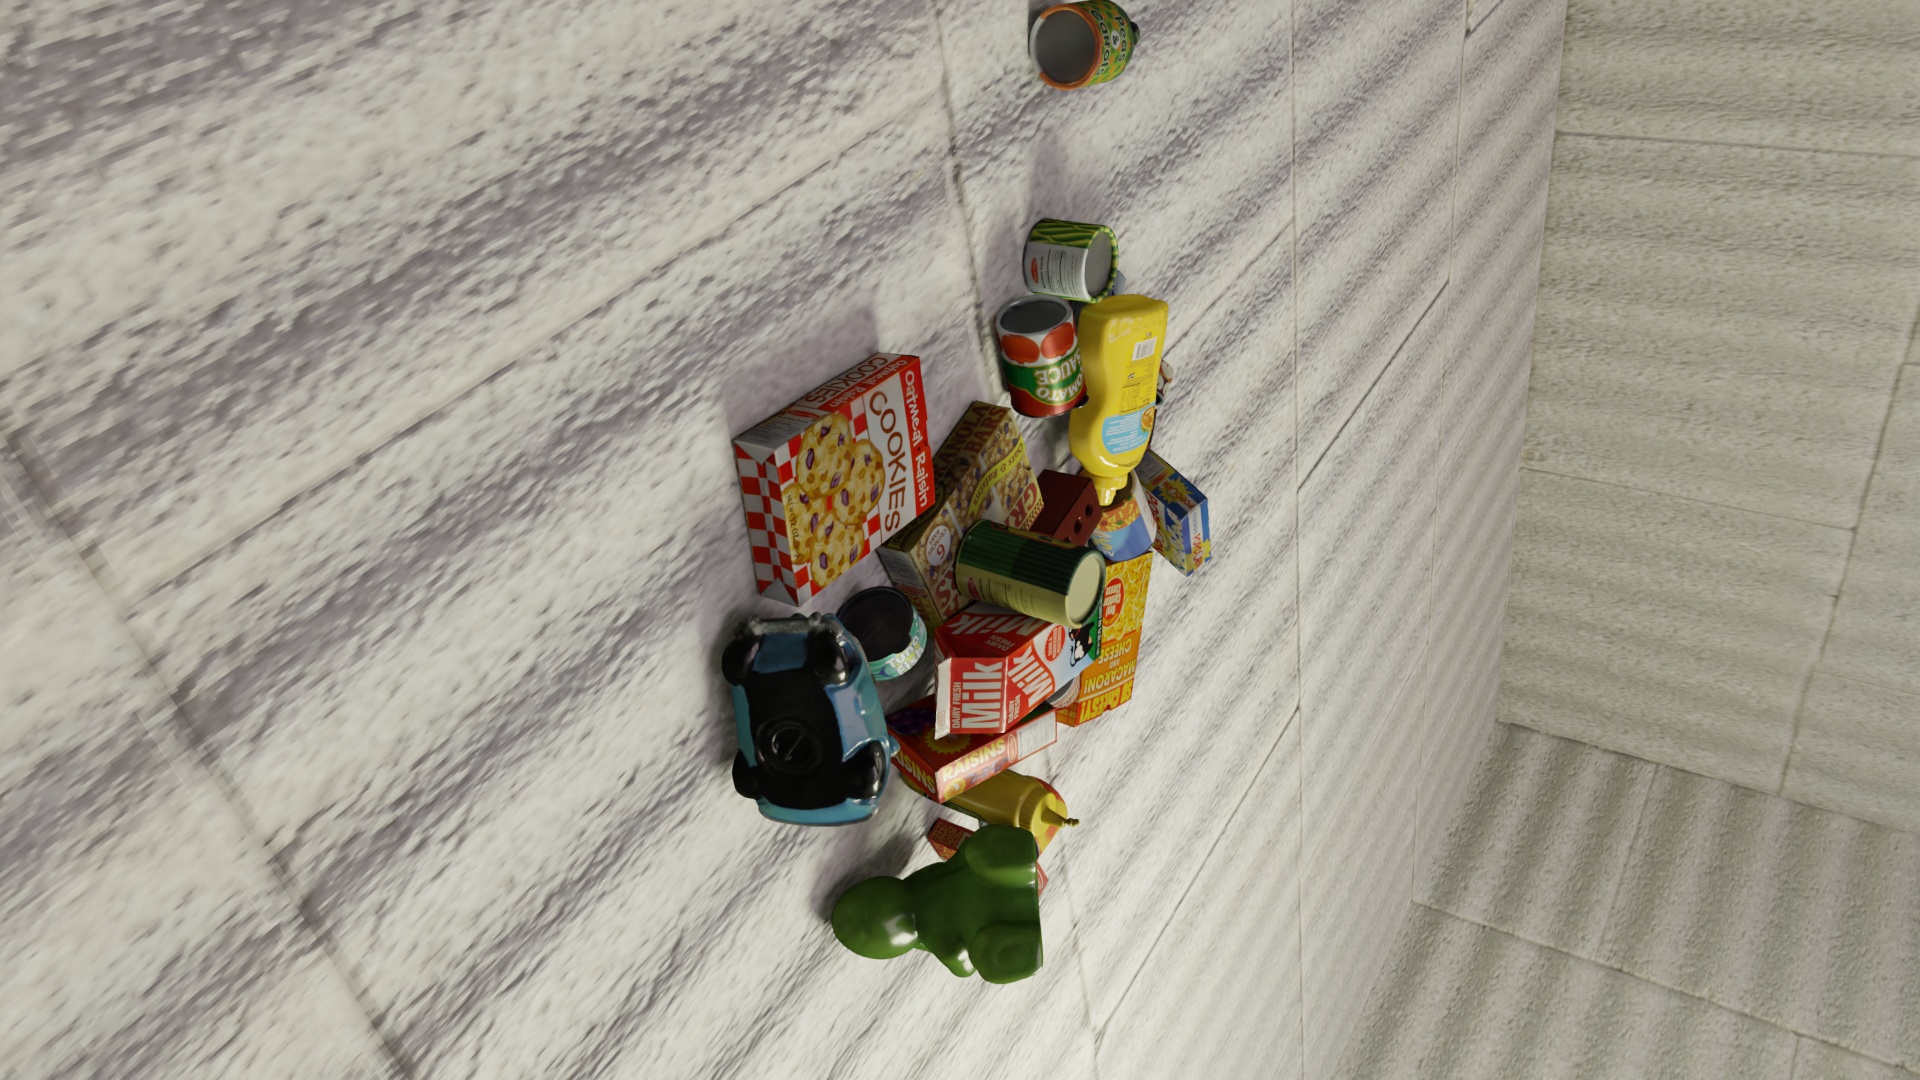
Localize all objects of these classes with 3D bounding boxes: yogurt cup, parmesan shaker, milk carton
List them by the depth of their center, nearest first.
[{"bbox_3d":[0.058,0.028,1.112,0.071,0.103,0.071,-32,129,-49],"label":"parmesan shaker"},{"bbox_3d":[0.038,0.093,1.140,0.191,0.073,0.072,-30,129,-48],"label":"milk carton"},{"bbox_3d":[0.082,0.130,1.314,0.072,0.072,0.054,-68,156,-13],"label":"yogurt cup"}]

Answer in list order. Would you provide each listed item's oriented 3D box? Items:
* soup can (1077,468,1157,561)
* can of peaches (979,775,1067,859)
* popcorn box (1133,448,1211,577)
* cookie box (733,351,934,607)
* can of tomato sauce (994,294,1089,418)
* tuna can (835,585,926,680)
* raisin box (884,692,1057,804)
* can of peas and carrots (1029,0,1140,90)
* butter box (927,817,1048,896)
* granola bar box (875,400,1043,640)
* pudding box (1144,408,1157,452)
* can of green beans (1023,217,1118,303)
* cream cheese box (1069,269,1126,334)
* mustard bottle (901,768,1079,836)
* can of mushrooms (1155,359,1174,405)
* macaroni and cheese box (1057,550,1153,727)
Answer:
[{"bbox_3d":[0.147,-0.028,1.352,0.071,0.071,0.083,-60,145,-24],"label":"soup can"},{"bbox_3d":[0.061,0.266,1.331,0.058,0.071,0.071,-43,137,-42],"label":"can of peaches"},{"bbox_3d":[0.211,-0.027,1.408,0.038,0.085,0.126,-40,151,-11],"label":"popcorn box"},{"bbox_3d":[-0.083,-0.047,0.992,0.168,0.040,0.122,-39,134,-45],"label":"cookie box"},{"bbox_3d":[0.069,-0.154,1.165,0.071,0.071,0.082,-50,140,-36],"label":"can of tomato sauce"},{"bbox_3d":[-0.059,0.072,1.051,0.071,0.071,0.032,-61,147,-22],"label":"tuna can"},{"bbox_3d":[0.006,0.157,1.145,0.124,0.086,0.040,-23,126,-29],"label":"raisin box"},{"bbox_3d":[0.099,-0.397,1.112,0.059,0.071,0.070,-33,129,-48],"label":"can of peas and carrots"},{"bbox_3d":[0.024,0.285,1.243,0.024,0.103,0.053,-58,146,-26],"label":"butter box"},{"bbox_3d":[0.004,-0.014,1.148,0.166,0.039,0.123,-56,144,-29],"label":"granola bar box"},{"bbox_3d":[0.161,-0.110,1.371,0.084,0.030,0.049,-6,109,-57],"label":"pudding box"},{"bbox_3d":[0.095,-0.239,1.184,0.071,0.058,0.071,-30,127,-50],"label":"can of green beans"},{"bbox_3d":[0.119,-0.203,1.269,0.053,0.024,0.104,24,82,-59],"label":"cream cheese box"},{"bbox_3d":[0.028,0.213,1.164,0.065,0.160,0.049,42,69,-55],"label":"mustard bottle"},{"bbox_3d":[0.169,-0.156,1.332,0.071,0.071,0.033,34,72,-58],"label":"can of mushrooms"},{"bbox_3d":[0.143,0.095,1.418,0.124,0.040,0.166,-13,113,-55],"label":"macaroni and cheese box"}]
